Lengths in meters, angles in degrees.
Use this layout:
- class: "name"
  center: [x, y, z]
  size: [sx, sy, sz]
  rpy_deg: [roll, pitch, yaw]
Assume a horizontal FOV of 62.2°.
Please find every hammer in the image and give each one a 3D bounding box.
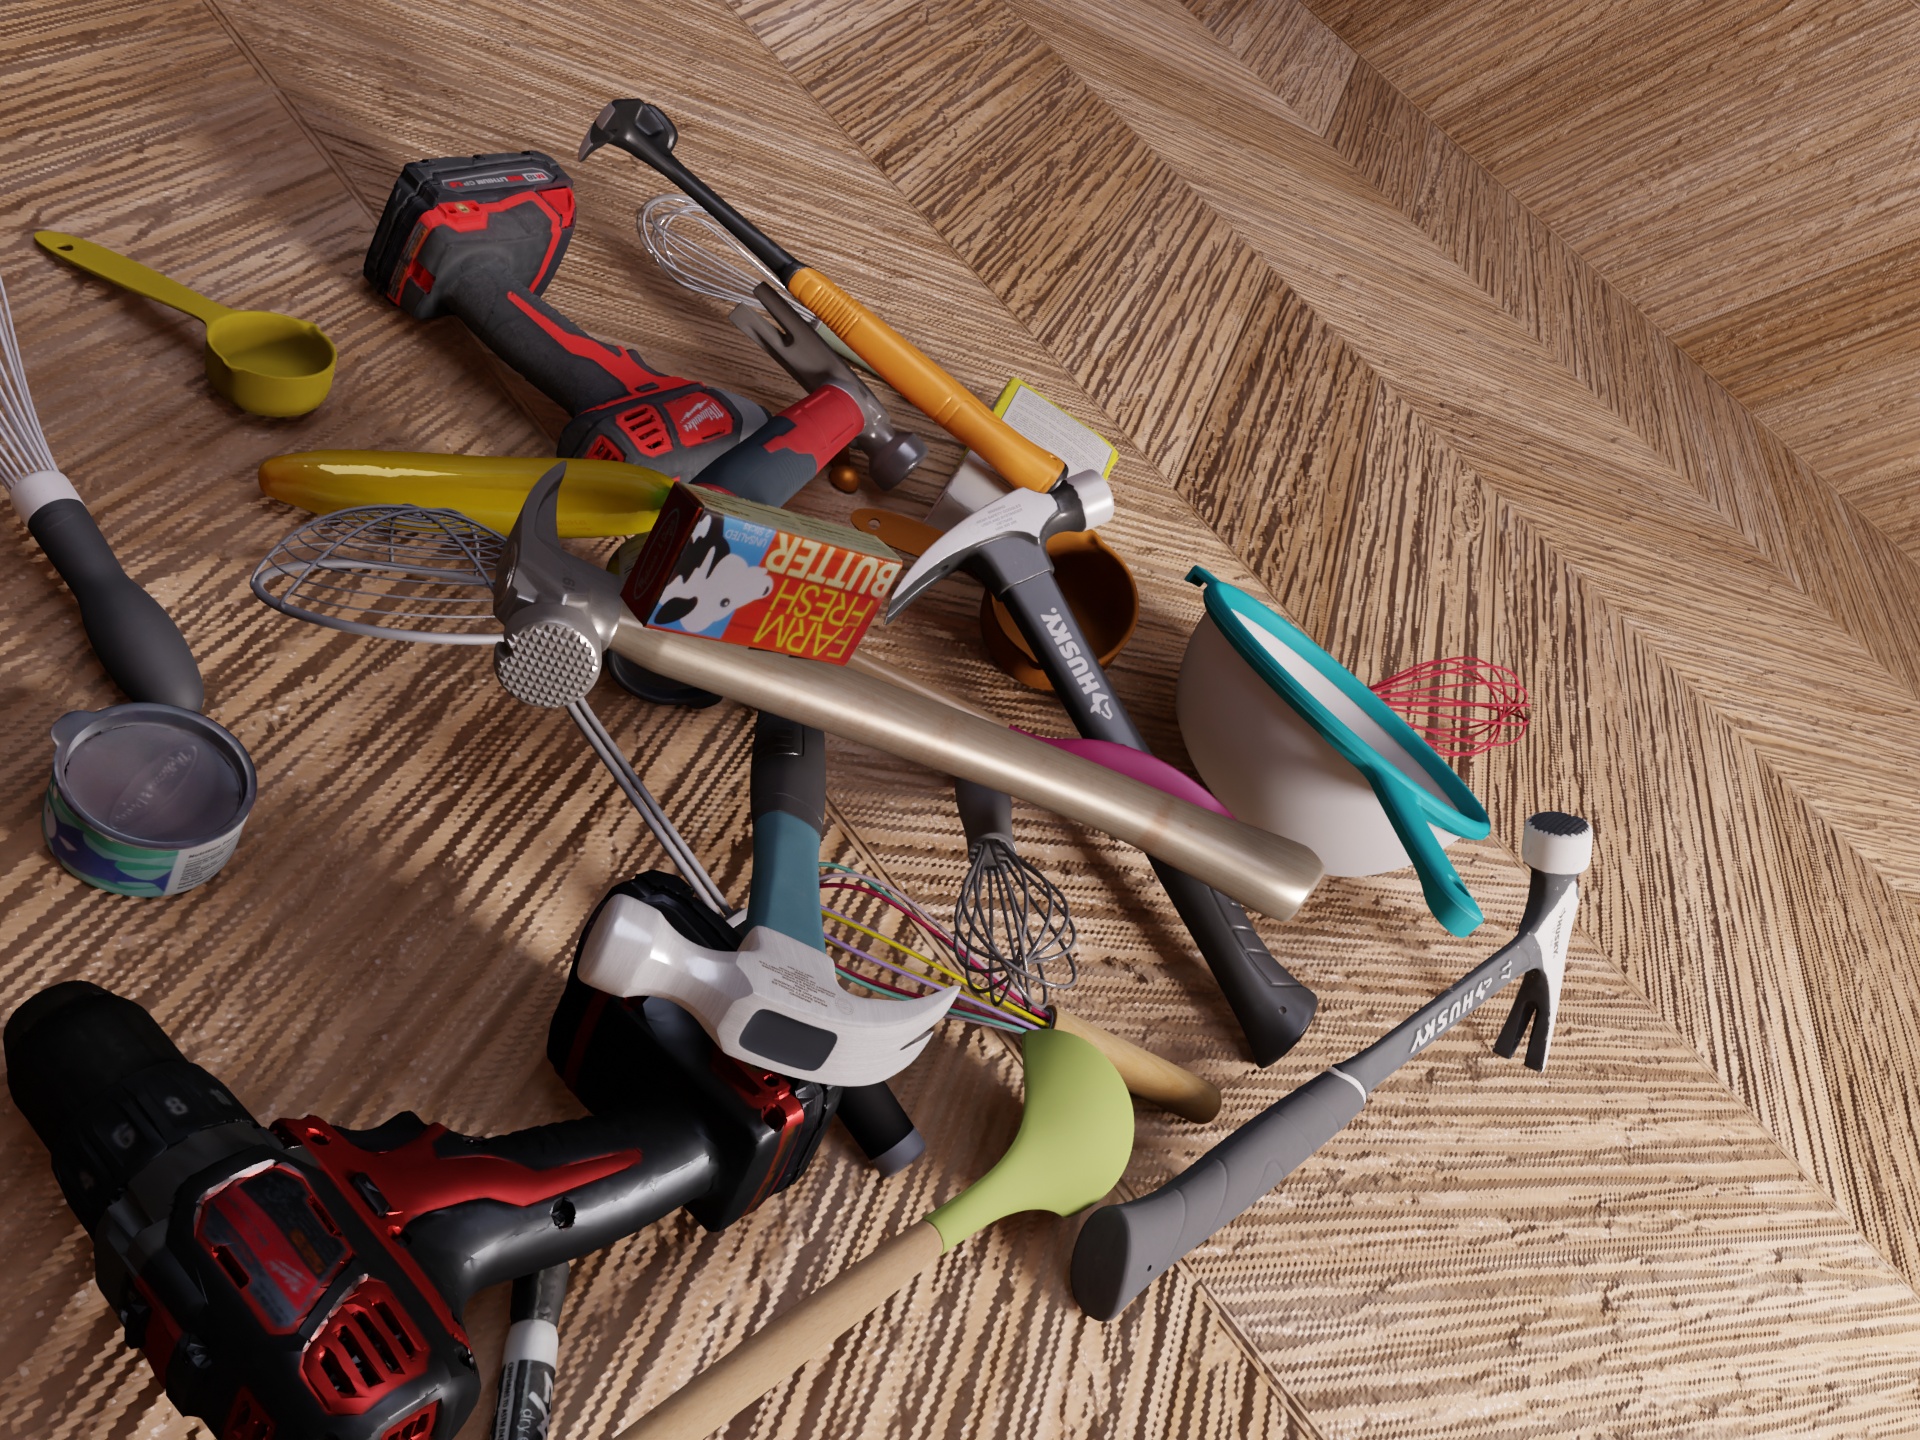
- class: "hammer"
  center: [-0.072, 0.040, 0.646]
  size: [0.128, 0.033, 0.331]
  rpy_deg: [28, 16, -15]
- class: "hammer"
  center: [-0.005, 0.004, 0.709]
  size: [0.410, 0.038, 0.146]
  rpy_deg: [22, 26, -25]
- class: "hammer"
  center: [-0.096, -0.146, 0.792]
  size: [0.143, 0.038, 0.386]
  rpy_deg: [46, 16, -10]
- class: "hammer"
  center: [0.086, 0.028, 0.845]
  size: [0.146, 0.035, 0.335]
  rpy_deg: [-24, 75, -17]
- class: "hammer"
  center: [-0.071, -0.239, 0.928]
  size: [0.336, 0.034, 0.127]
  rpy_deg: [38, 18, -12]
- class: "hammer"
  center: [0.197, 0.175, 0.777]
  size: [0.409, 0.149, 0.036]
  rpy_deg: [-21, 29, -40]

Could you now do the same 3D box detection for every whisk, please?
- class: "whisk"
  center: [-0.099, -0.267, 1.040]
  size: [0.246, 0.059, 0.058]
  rpy_deg: [27, 50, -22]
- class: "whisk"
  center: [0.018, 0.129, 0.722]
  size: [0.244, 0.047, 0.051]
  rpy_deg: [29, 40, -20]
- class: "whisk"
  center: [0.280, -0.012, 1.076]
  size: [0.295, 0.073, 0.073]
  rpy_deg: [1, 50, -31]
- class: "whisk"
  center: [-0.381, -0.111, 0.633]
  size: [0.285, 0.070, 0.070]
  rpy_deg: [53, 39, 11]
- class: "whisk"
  center: [0.018, 0.062, 0.739]
  size: [0.055, 0.055, 0.239]
  rpy_deg: [28, 17, -14]

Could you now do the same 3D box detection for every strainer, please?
- class: "strainer"
  center: [0.196, 0.046, 0.862]
  size: [0.211, 0.095, 0.341]
  rpy_deg: [36, 18, -14]

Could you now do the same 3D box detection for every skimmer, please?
- class: "skimmer"
  center: [-0.152, 0.051, 0.667]
  size: [0.363, 0.090, 0.127]
  rpy_deg: [53, 21, 3]

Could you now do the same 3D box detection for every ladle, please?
- class: "ladle"
  center: [-0.038, 0.201, 0.582]
  size: [0.320, 0.062, 0.078]
  rpy_deg: [-22, 101, -46]

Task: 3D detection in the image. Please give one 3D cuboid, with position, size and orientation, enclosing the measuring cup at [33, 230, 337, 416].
- class: "measuring cup"
  center: [-0.370, -0.188, 0.755]
  size: [0.156, 0.029, 0.062]
  rpy_deg: [26, 36, 4]

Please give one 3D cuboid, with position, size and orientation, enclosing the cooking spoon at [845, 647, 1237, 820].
- class: "cooking spoon"
  center: [-0.001, -0.003, 0.809]
  size: [0.319, 0.017, 0.069]
  rpy_deg: [26, 39, 1]

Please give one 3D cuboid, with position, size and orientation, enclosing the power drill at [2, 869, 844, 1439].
- class: "power drill"
  center: [-0.169, 0.127, 0.520]
  size: [0.188, 0.080, 0.226]
  rpy_deg: [39, 34, 22]

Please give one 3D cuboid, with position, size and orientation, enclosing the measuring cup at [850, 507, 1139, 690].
- class: "measuring cup"
  center: [0.016, -0.077, 0.921]
  size: [0.173, 0.052, 0.095]
  rpy_deg: [22, 68, 2]

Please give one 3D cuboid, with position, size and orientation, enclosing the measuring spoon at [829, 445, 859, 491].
- class: "measuring spoon"
  center: [-0.077, -0.184, 0.997]
  size: [0.021, 0.011, 0.117]
  rpy_deg: [15, 42, -28]

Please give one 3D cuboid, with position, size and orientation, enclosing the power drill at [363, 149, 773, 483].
- class: "power drill"
  center: [-0.203, -0.204, 0.864]
  size: [0.220, 0.078, 0.143]
  rpy_deg: [47, 37, 7]
